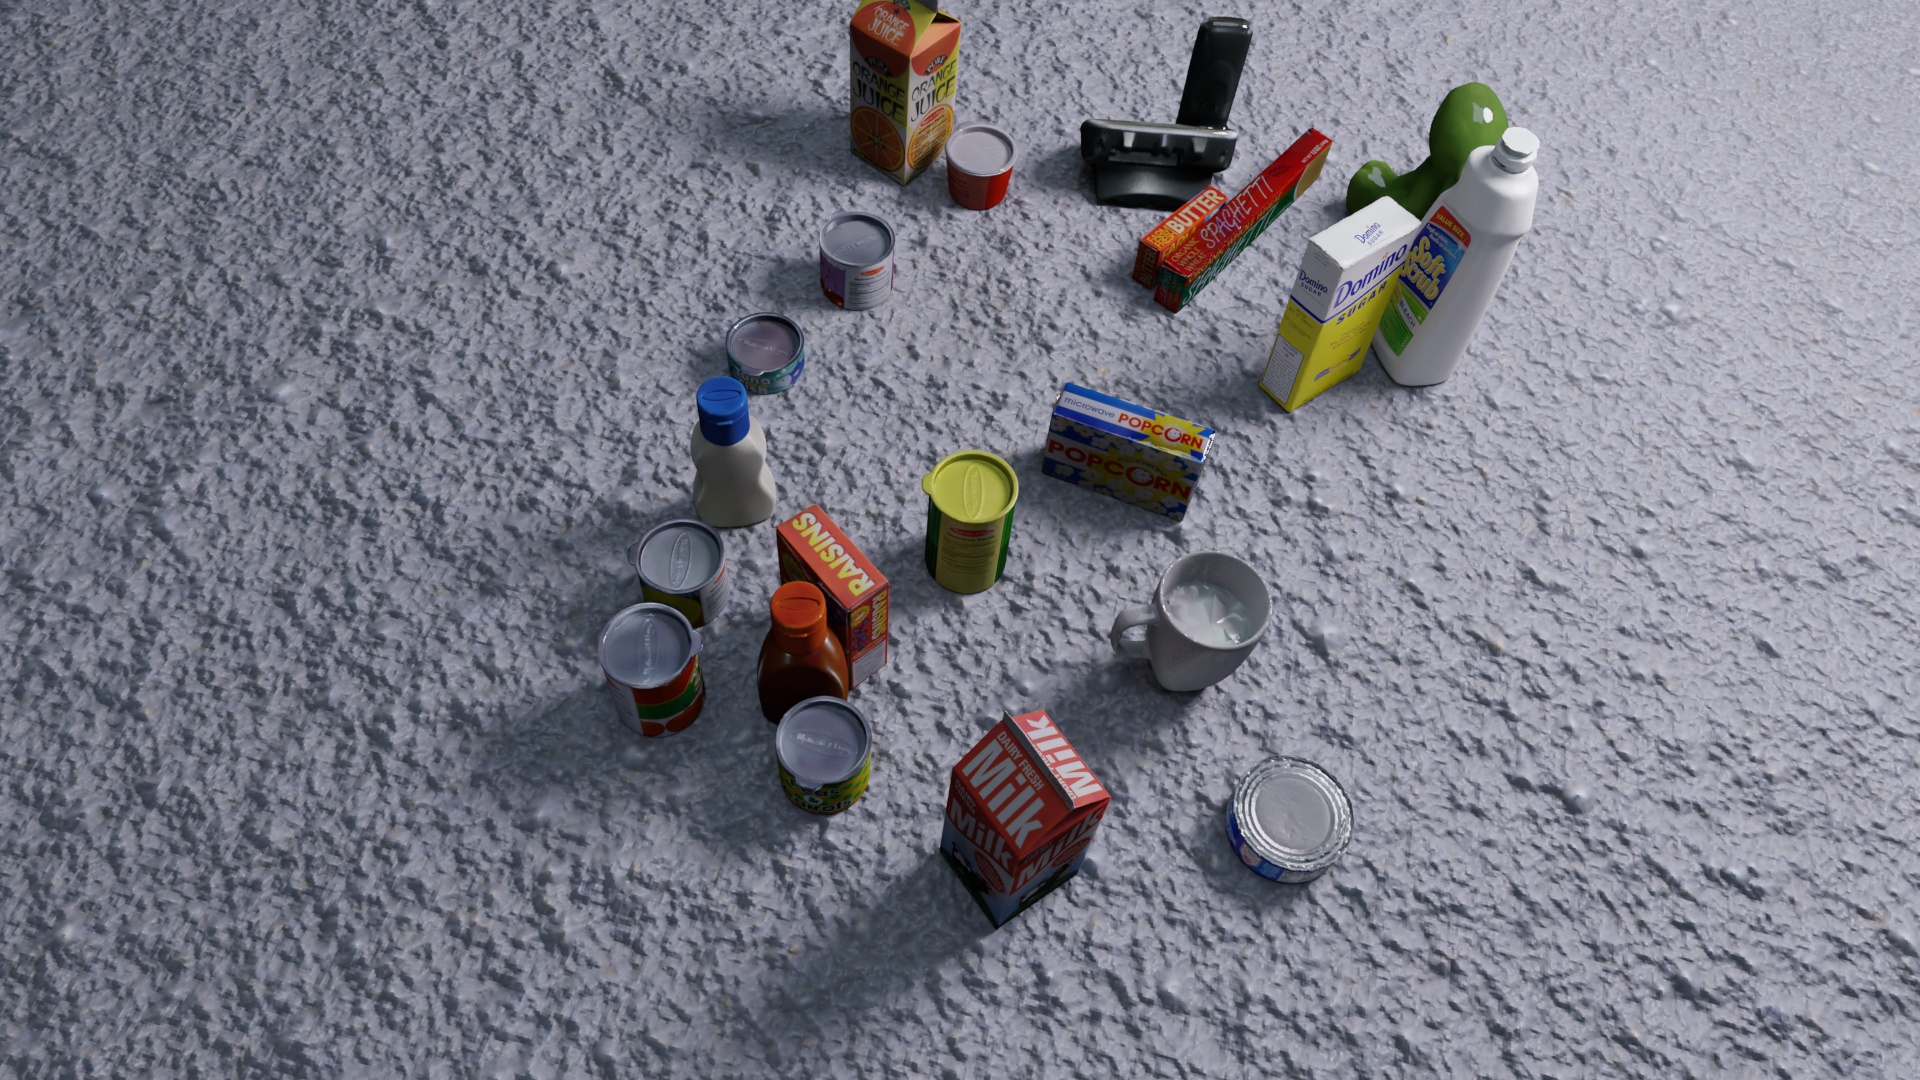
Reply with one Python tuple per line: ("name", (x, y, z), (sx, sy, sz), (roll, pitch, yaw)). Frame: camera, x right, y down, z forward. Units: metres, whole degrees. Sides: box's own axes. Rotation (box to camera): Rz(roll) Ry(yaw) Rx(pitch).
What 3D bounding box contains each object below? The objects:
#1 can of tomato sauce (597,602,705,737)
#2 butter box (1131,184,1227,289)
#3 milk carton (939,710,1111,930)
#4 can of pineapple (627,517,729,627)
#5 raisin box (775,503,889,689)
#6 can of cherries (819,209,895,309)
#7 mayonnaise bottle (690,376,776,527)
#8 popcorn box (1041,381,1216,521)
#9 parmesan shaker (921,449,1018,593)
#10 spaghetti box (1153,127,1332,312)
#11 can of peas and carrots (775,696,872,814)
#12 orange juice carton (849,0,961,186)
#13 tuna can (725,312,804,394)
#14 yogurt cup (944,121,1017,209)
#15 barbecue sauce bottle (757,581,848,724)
("can of tomato sauce", (-0.216, 0.093, 0.986), (0.071, 0.082, 0.071), (2, 57, -3))
("butter box", (0.202, -0.278, 1.277), (0.024, 0.052, 0.104), (40, 63, 19))
("milk carton", (0.040, 0.175, 0.890), (0.074, 0.189, 0.072), (-29, 64, -21))
("can of pineapple", (-0.210, 0.025, 1.046), (0.071, 0.057, 0.071), (2, 57, -3))
("raisin box", (-0.093, 0.042, 1.005), (0.040, 0.122, 0.086), (-33, 66, -23))
("can of cherries", (-0.092, -0.249, 1.231), (0.071, 0.058, 0.072), (2, 57, -3))
("mayonnaise bottle", (-0.175, -0.065, 1.053), (0.065, 0.147, 0.041), (-6, 58, -8))
("popcorn box", (0.133, -0.071, 1.118), (0.127, 0.084, 0.038), (19, 58, 8))
("parmesan shaker", (0.004, -0.013, 1.060), (0.071, 0.102, 0.071), (2, 57, -3))
("spaghetti box", (0.266, -0.301, 1.298), (0.029, 0.050, 0.251), (37, 62, 18))
("can of peas and carrots", (-0.096, 0.153, 0.971), (0.071, 0.058, 0.071), (2, 57, -3))
("orange juice carton", (-0.052, -0.429, 1.271), (0.072, 0.191, 0.073), (36, 62, 17))
("tuna can", (-0.166, -0.157, 1.181), (0.071, 0.032, 0.071), (2, 57, -3))
("yogurt cup", (0.018, -0.349, 1.307), (0.072, 0.053, 0.073), (2, 57, -3))
("barbecue sauce bottle", (-0.110, 0.081, 0.963), (0.065, 0.147, 0.044), (0, 58, -4))
